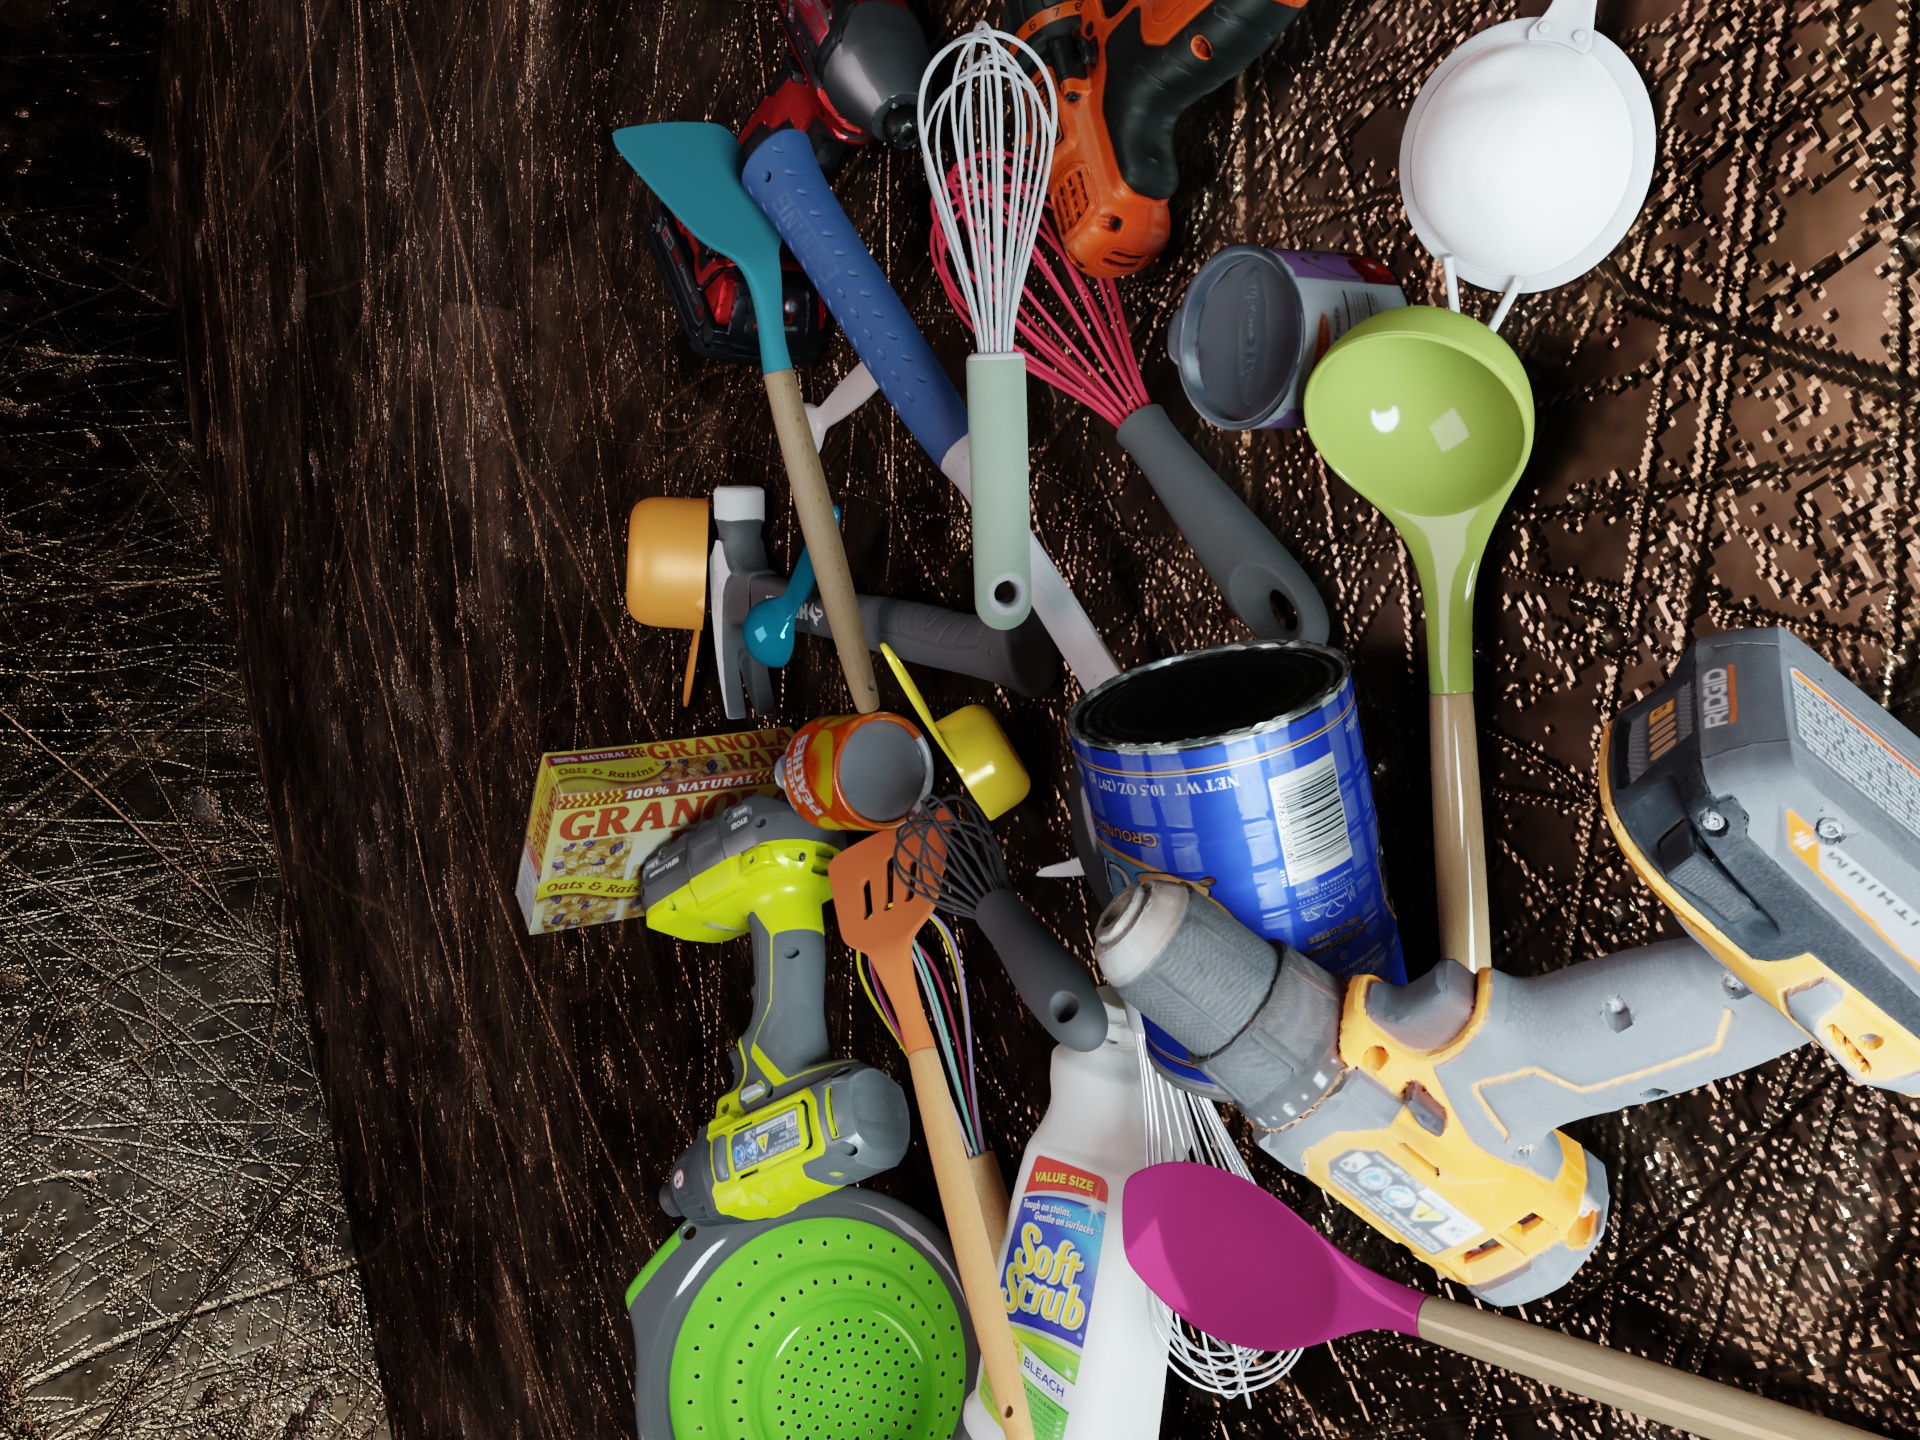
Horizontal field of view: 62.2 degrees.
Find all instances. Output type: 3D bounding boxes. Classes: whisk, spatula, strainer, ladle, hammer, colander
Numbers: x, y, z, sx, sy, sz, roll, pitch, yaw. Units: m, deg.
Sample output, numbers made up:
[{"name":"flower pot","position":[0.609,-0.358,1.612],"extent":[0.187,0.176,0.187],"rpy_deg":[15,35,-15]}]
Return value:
[{"name":"whisk","position":[0.014,-0.159,0.663],"extent":[0.059,0.058,0.246],"rpy_deg":[-132,39,-73]},{"name":"whisk","position":[0.088,0.151,0.669],"extent":[0.070,0.070,0.284],"rpy_deg":[-8,97,56]},{"name":"spatula","position":[-0.009,0.191,0.797],"extent":[0.081,0.041,0.323],"rpy_deg":[-25,61,17]},{"name":"whisk","position":[0.067,-0.141,0.682],"extent":[0.296,0.073,0.073],"rpy_deg":[58,139,24]},{"name":"strainer","position":[0.194,-0.241,0.488],"extent":[0.087,0.050,0.258],"rpy_deg":[31,119,31]},{"name":"spatula","position":[-0.094,-0.154,0.828],"extent":[0.044,0.082,0.317],"rpy_deg":[-4,106,39]},{"name":"ladle","position":[0.169,0.018,0.559],"extent":[0.078,0.062,0.320],"rpy_deg":[1,100,40]},{"name":"hammer","position":[-0.057,-0.051,0.901],"extent":[0.335,0.035,0.146],"rpy_deg":[16,109,54]},{"name":"colander","position":[-0.018,0.424,0.875],"extent":[0.397,0.204,0.094],"rpy_deg":[38,162,28]},{"name":"hammer","position":[0.001,-0.112,0.738],"extent":[0.144,0.035,0.406],"rpy_deg":[-47,65,39]},{"name":"whisk","position":[0.015,0.090,0.736],"extent":[0.239,0.055,0.055],"rpy_deg":[-135,46,-65]},{"name":"whisk","position":[-0.003,0.217,0.864],"extent":[0.051,0.047,0.245],"rpy_deg":[-35,71,52]}]

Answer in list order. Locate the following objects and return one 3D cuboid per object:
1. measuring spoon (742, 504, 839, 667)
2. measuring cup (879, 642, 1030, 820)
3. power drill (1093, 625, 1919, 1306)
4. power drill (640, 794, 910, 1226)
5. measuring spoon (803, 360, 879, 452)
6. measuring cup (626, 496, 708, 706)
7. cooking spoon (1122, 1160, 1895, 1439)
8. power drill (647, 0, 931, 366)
[{"name":"measuring spoon","position":[-0.099,-0.077,0.908],"extent":[0.042,0.021,0.128],"rpy_deg":[64,142,27]},{"name":"measuring cup","position":[-0.001,-0.002,0.752],"extent":[0.062,0.029,0.156],"rpy_deg":[62,-177,31]},{"name":"power drill","position":[0.163,0.071,0.465],"extent":[0.185,0.084,0.226],"rpy_deg":[37,130,-6]},{"name":"power drill","position":[-0.121,0.172,0.926],"extent":[0.171,0.080,0.223],"rpy_deg":[-30,56,30]},{"name":"measuring spoon","position":[-0.074,-0.185,0.915],"extent":[0.124,0.018,0.034],"rpy_deg":[-27,74,54]},{"name":"measuring cup","position":[-0.202,-0.075,1.079],"extent":[0.095,0.052,0.173],"rpy_deg":[-98,17,-45]},{"name":"cooking spoon","position":[0.184,0.212,0.544],"extent":[0.319,0.017,0.069],"rpy_deg":[4,96,43]},{"name":"power drill","position":[-0.087,-0.303,0.867],"extent":[0.219,0.078,0.143],"rpy_deg":[-50,56,44]}]
